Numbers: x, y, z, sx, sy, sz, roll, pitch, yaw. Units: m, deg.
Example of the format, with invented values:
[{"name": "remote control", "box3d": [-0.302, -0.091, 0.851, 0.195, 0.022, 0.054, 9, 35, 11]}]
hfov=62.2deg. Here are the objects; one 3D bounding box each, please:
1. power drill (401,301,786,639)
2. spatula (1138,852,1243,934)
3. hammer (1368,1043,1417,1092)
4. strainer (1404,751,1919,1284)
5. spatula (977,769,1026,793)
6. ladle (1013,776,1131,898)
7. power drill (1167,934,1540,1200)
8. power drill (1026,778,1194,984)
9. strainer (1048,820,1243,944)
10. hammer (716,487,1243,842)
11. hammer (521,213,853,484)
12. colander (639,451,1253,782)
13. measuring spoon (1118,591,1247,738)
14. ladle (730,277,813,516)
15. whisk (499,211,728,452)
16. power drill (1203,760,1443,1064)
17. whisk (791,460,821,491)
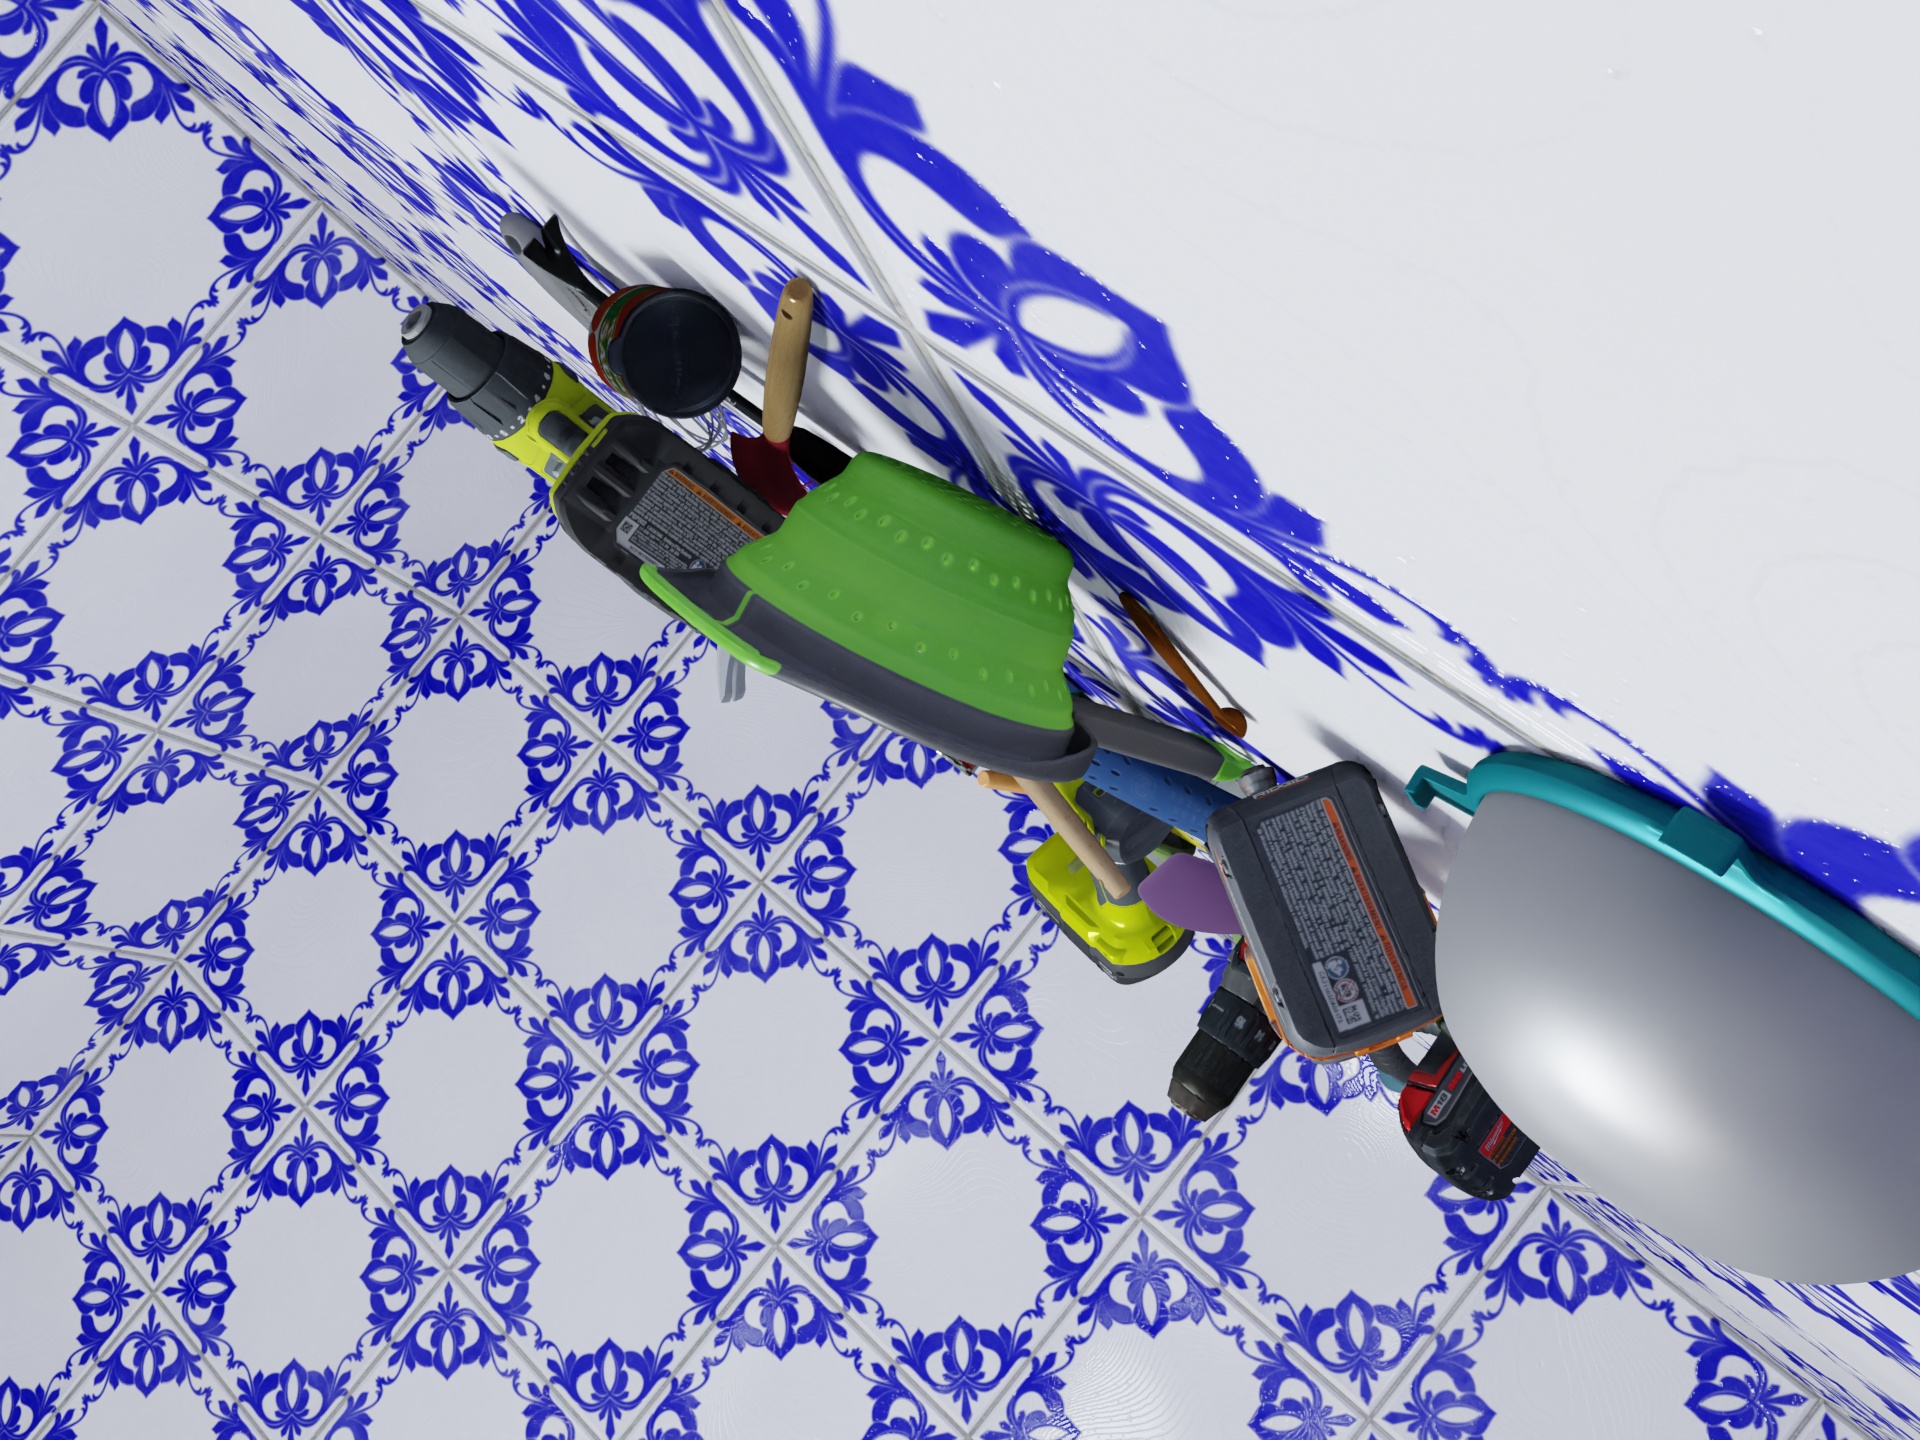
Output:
[{"name": "power drill", "box3d": [-0.205, -0.146, 0.889, 0.190, 0.080, 0.229, 37, -179, -44]}, {"name": "spatula", "box3d": [0.248, 0.156, 1.104, 0.315, 0.059, 0.018, 24, -146, -29]}, {"name": "hammer", "box3d": [0.303, 0.209, 1.257, 0.128, 0.033, 0.330, 26, 160, 46]}, {"name": "strainer", "box3d": [0.277, 0.150, 0.517, 0.340, 0.095, 0.211, 40, 177, -6]}, {"name": "spatula", "box3d": [0.119, 0.067, 1.280, 0.322, 0.041, 0.081, 9, -156, -48]}, {"name": "ladle", "box3d": [-0.002, -0.003, 1.033, 0.320, 0.062, 0.078, 52, 172, 22]}, {"name": "power drill", "box3d": [0.240, 0.199, 0.967, 0.080, 0.188, 0.227, 40, 173, -37]}, {"name": "power drill", "box3d": [0.087, 0.075, 1.118, 0.171, 0.080, 0.223, 42, 162, 37]}, {"name": "strainer", "box3d": [0.156, 0.124, 1.358, 0.151, 0.069, 0.257, 15, -152, -51]}, {"name": "hammer", "box3d": [0.032, 0.001, 0.971, 0.405, 0.144, 0.035, 27, -167, 11]}, {"name": "hammer", "box3d": [-0.108, -0.176, 0.950, 0.409, 0.036, 0.149, 37, 176, 24]}, {"name": "colander", "box3d": [0.040, -0.044, 0.779, 0.396, 0.094, 0.205, 16, -165, -45]}, {"name": "measuring spoon", "box3d": [0.109, -0.028, 0.767, 0.116, 0.011, 0.021, 45, 173, -37]}, {"name": "ladle", "box3d": [-0.088, -0.152, 0.785, 0.069, 0.031, 0.315, 40, 169, -2]}, {"name": "whisk", "box3d": [-0.242, -0.268, 1.123, 0.055, 0.055, 0.238, 36, 172, 43]}, {"name": "power drill", "box3d": [0.173, 0.086, 0.782, 0.226, 0.084, 0.164, 44, -155, -74]}, {"name": "whisk", "box3d": [-0.093, -0.149, 1.113, 0.051, 0.047, 0.245, 41, 173, -27]}]
